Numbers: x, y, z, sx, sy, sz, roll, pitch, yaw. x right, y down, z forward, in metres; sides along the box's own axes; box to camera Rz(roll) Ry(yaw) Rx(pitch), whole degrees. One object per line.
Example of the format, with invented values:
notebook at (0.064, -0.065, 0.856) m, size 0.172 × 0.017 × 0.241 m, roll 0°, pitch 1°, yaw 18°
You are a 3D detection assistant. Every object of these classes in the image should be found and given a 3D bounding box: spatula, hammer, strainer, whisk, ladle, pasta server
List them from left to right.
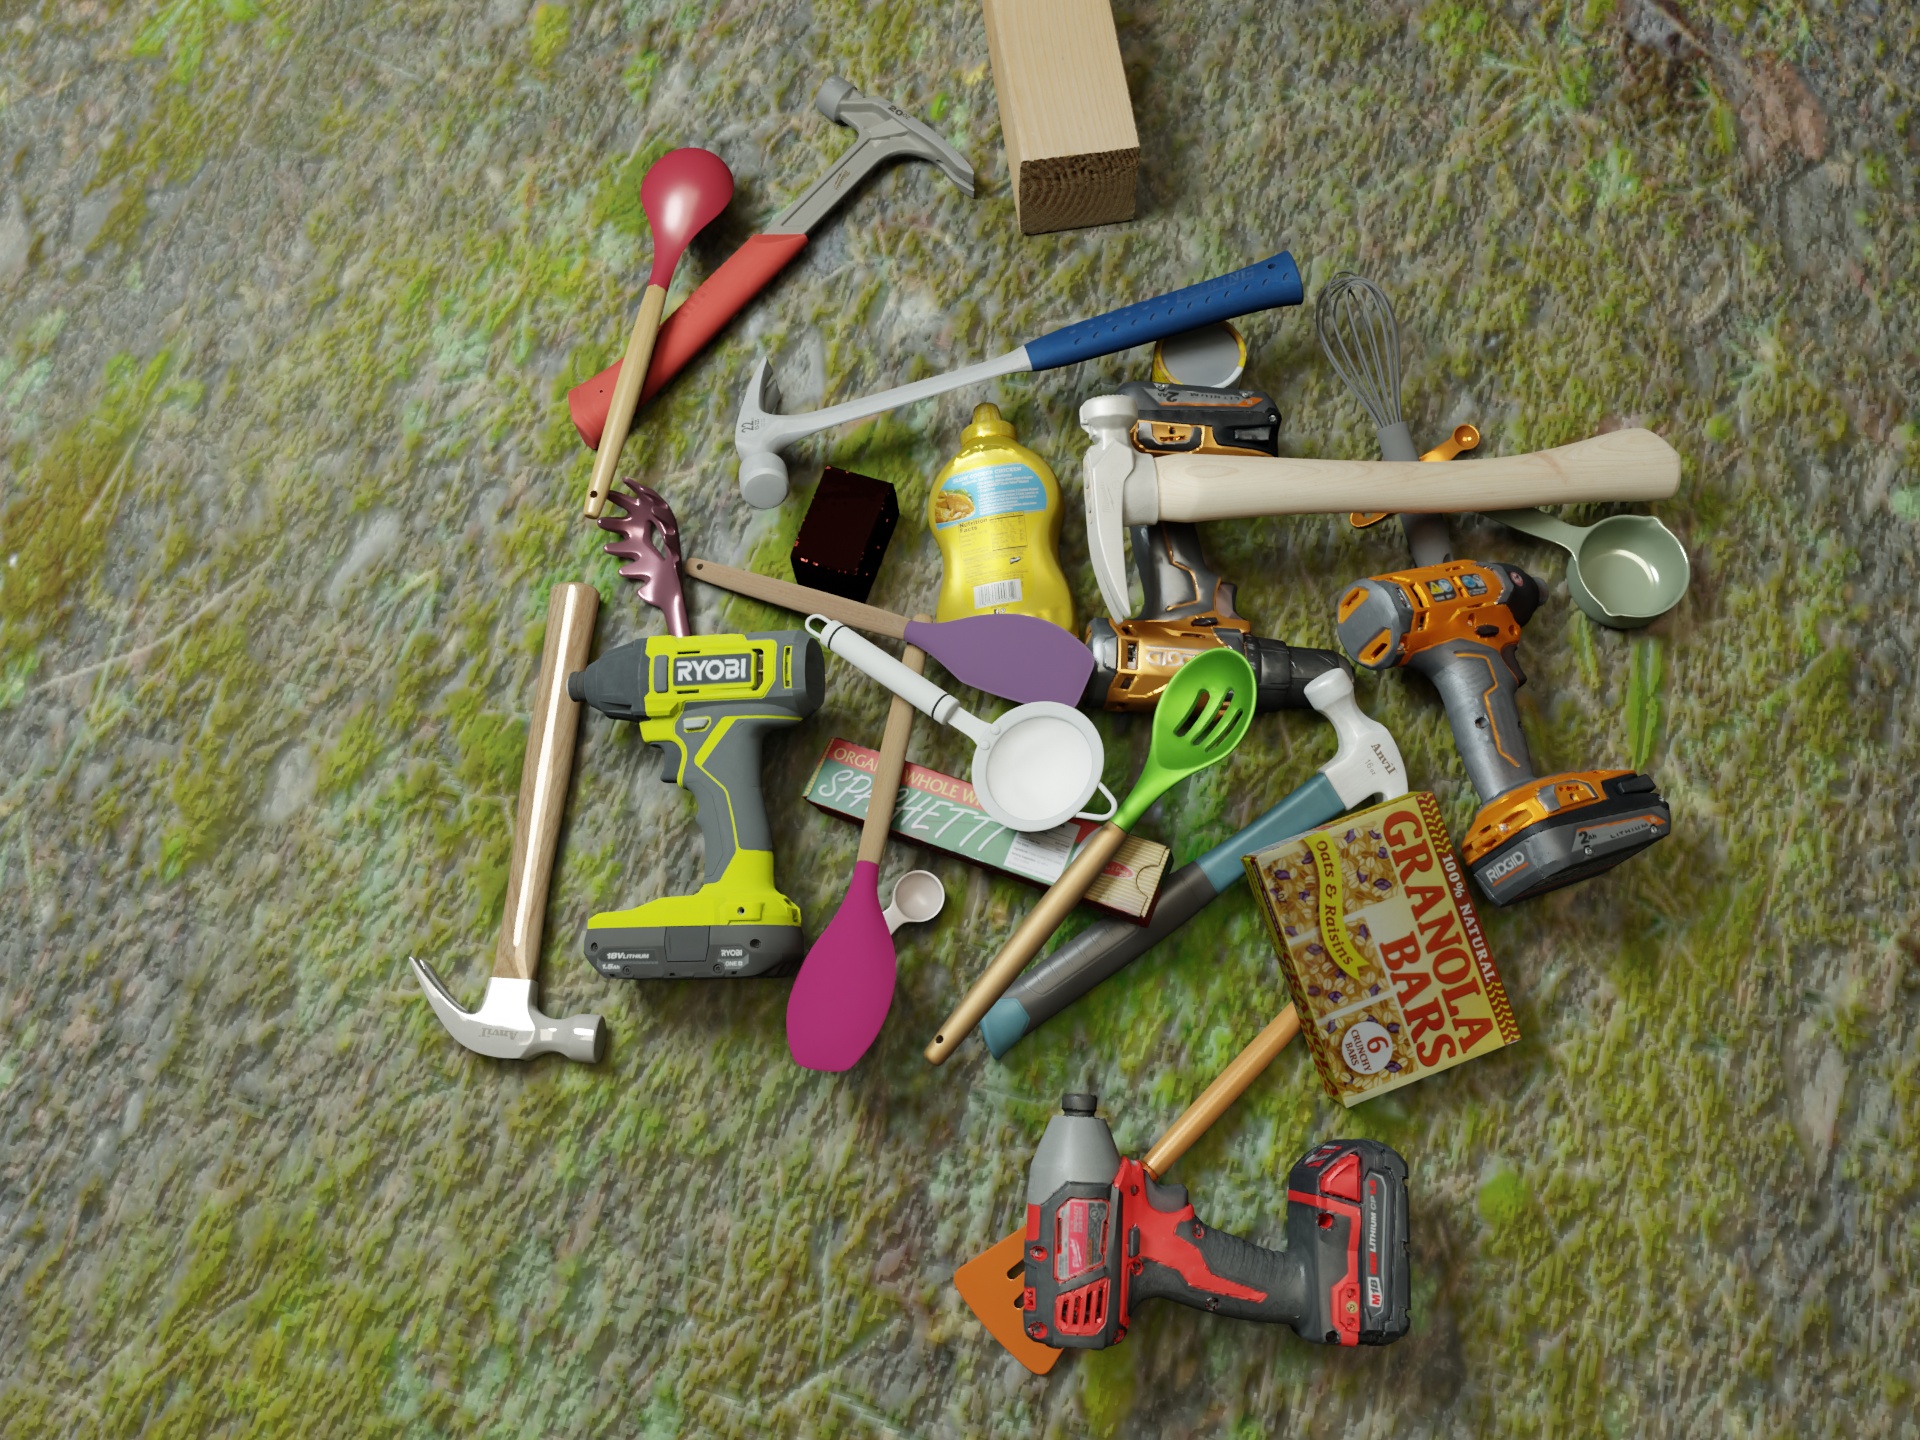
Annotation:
hammer at (-0.288, 0.062, 1.082) m, size 0.130 × 0.031 × 0.331 m, roll 3°, pitch 72°, yaw 3°
ladle at (-0.229, -0.290, 1.159) m, size 0.069 × 0.031 × 0.315 m, roll 10°, pitch 74°, yaw 5°
pasta server at (-0.191, -0.022, 1.101) m, size 0.060 × 0.040 × 0.316 m, roll -29°, pitch 70°, yaw 37°
hammer at (-0.154, -0.334, 1.203) m, size 0.149 × 0.036 × 0.359 m, roll 39°, pitch 77°, yaw 13°
spatula at (-0.056, -0.070, 1.081) m, size 0.316 × 0.018 × 0.060 m, roll 17°, pitch 74°, yaw 23°
strainer at (-0.002, -0.003, 1.029) m, size 0.259 × 0.050 × 0.087 m, roll 34°, pitch 82°, yaw 21°
hammer at (0.036, -0.255, 1.116) m, size 0.405 × 0.035 × 0.144 m, roll -16°, pitch 44°, yaw 4°
spatula at (0.134, 0.266, 1.003) m, size 0.322 × 0.041 × 0.081 m, roll -42°, pitch 76°, yaw -15°
hammer at (0.147, 0.109, 1.034) m, size 0.331 × 0.033 × 0.128 m, roll -34°, pitch 92°, yaw -4°
hammer at (0.285, -0.146, 1.059) m, size 0.410 × 0.038 × 0.146 m, roll -3°, pitch 83°, yaw -9°
whisk at (0.304, -0.205, 1.122) m, size 0.055 × 0.055 × 0.239 m, roll -16°, pitch 84°, yaw -3°

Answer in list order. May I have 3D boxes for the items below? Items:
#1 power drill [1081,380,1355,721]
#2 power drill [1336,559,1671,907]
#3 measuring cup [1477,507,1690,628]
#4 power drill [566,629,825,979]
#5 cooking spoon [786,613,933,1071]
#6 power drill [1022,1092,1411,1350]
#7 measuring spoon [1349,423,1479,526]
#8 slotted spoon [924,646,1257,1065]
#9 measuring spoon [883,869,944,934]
power drill at (0.178, -0.110, 1.094) m, size 0.185 × 0.084 × 0.226 m, roll 4°, pitch 76°, yaw -4°
power drill at (0.363, -0.006, 1.042) m, size 0.164 × 0.084 × 0.227 m, roll -12°, pitch 67°, yaw -27°
measuring cup at (0.419, -0.120, 1.108) m, size 0.167 × 0.038 × 0.083 m, roll 27°, pitch 75°, yaw 13°
power drill at (-0.177, 0.055, 1.035) m, size 0.171 × 0.080 × 0.223 m, roll -3°, pitch 79°, yaw 11°
cooking spoon at (-0.055, 0.069, 1.024) m, size 0.069 × 0.017 × 0.319 m, roll 0°, pitch 62°, yaw 22°
power drill at (0.146, 0.296, 0.940) m, size 0.219 × 0.078 × 0.143 m, roll 4°, pitch 76°, yaw -7°
measuring spoon at (0.326, -0.175, 1.145) m, size 0.117 × 0.011 × 0.021 m, roll -37°, pitch 81°, yaw -6°
slotted spoon at (0.080, 0.085, 0.980) m, size 0.314 × 0.031 × 0.070 m, roll -51°, pitch 46°, yaw -5°
measuring spoon at (-0.061, 0.147, 1.056) m, size 0.124 × 0.018 × 0.034 m, roll -40°, pitch 76°, yaw -3°
